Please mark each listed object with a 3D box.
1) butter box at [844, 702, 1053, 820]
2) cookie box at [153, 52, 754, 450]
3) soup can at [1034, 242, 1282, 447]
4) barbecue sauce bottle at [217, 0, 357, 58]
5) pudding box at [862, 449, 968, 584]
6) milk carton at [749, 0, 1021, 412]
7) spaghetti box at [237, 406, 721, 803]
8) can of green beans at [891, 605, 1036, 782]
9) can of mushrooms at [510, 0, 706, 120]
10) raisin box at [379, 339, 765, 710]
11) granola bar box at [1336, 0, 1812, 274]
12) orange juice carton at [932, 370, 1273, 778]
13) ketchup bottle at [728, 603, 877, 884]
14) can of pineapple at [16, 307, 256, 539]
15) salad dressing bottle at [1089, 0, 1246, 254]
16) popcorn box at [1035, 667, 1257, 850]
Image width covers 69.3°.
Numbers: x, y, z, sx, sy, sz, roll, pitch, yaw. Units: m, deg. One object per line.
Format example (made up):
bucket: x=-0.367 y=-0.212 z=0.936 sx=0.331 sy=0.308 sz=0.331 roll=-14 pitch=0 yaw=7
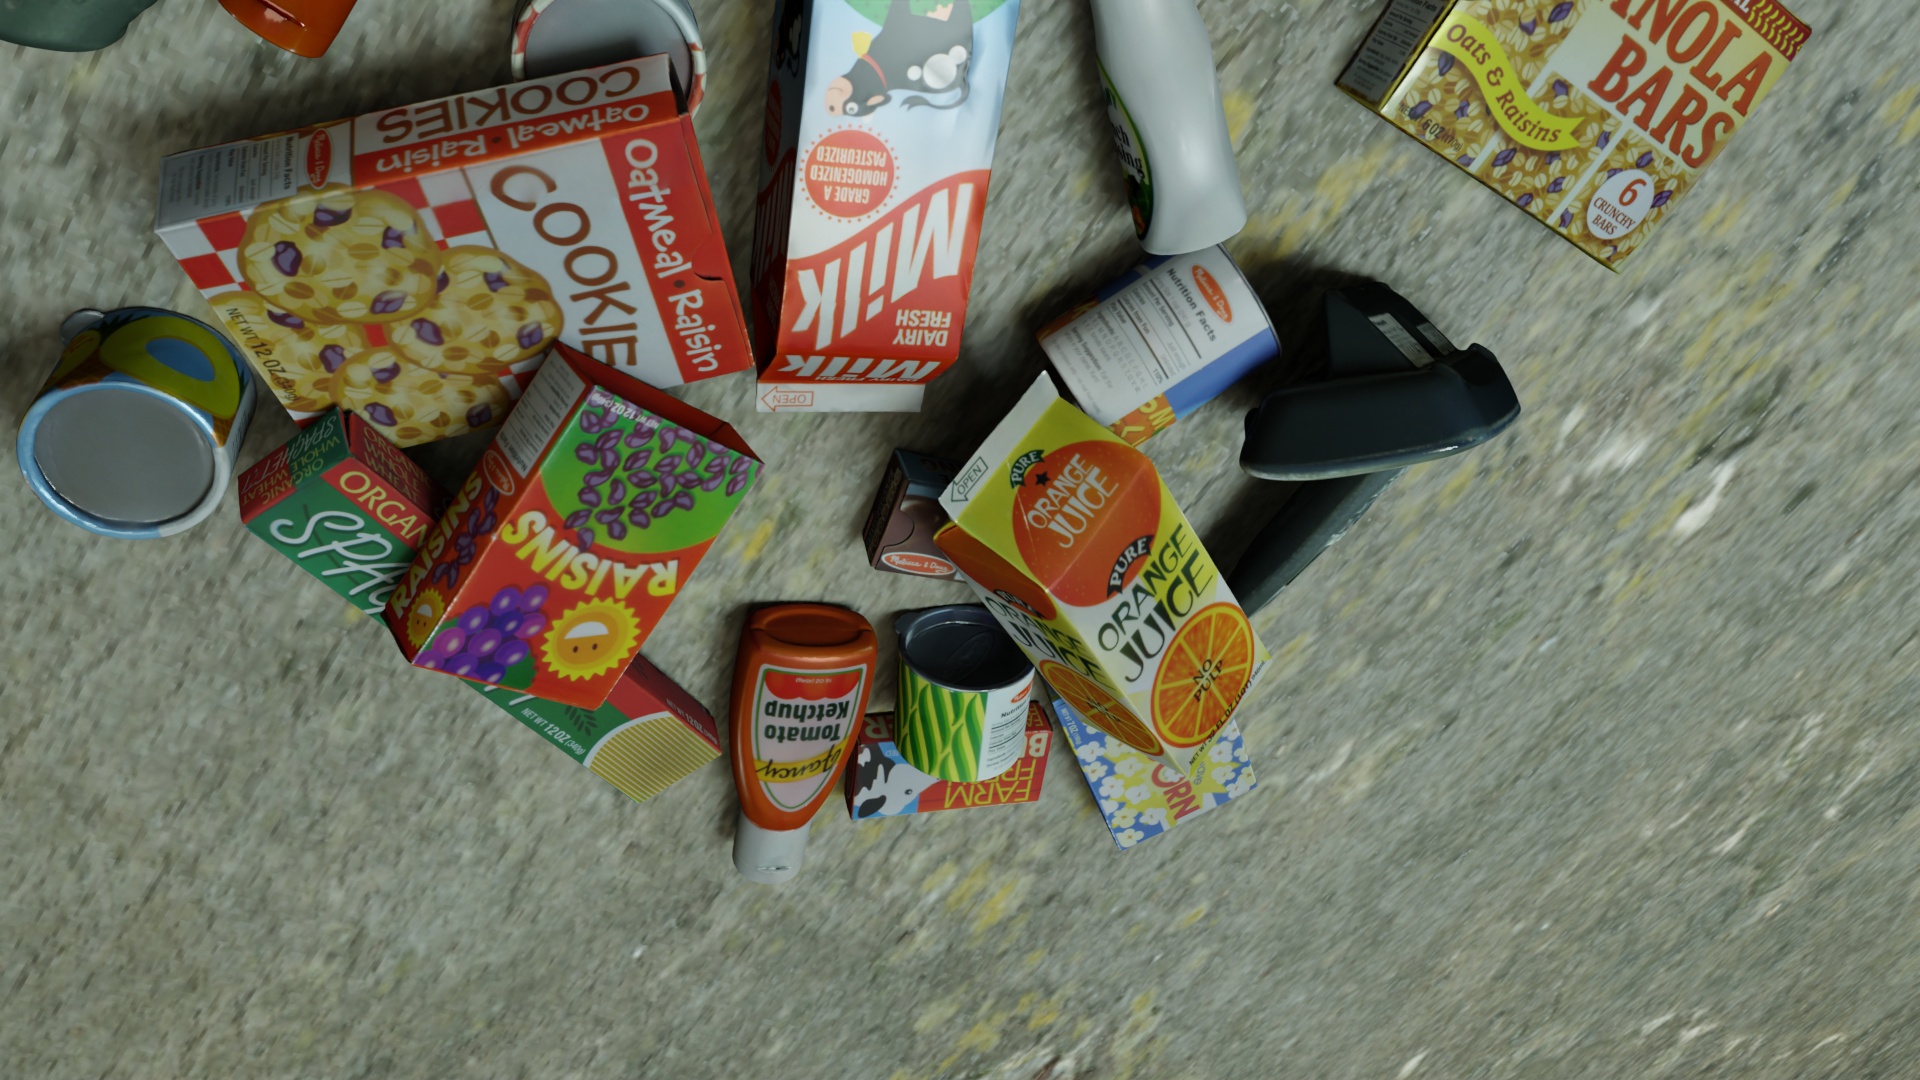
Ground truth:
butter box: x=-0.007 y=0.114 z=0.720 sx=0.104 sy=0.024 sz=0.052 roll=-3 pitch=124 yaw=-16
cookie box: x=-0.167 y=-0.094 z=0.491 sx=0.168 sy=0.040 sz=0.122 roll=-14 pitch=146 yaw=-5
soup can: x=0.084 y=-0.083 z=0.594 sx=0.084 sy=0.071 sz=0.071 roll=-32 pitch=126 yaw=6
barbecue sauce bottle: x=-0.178 y=-0.221 z=0.430 sx=0.065 sy=0.044 sz=0.148 roll=30 pitch=110 yaw=-33
pudding box: x=0.002 y=-0.008 z=0.638 sx=0.084 sy=0.030 sz=0.049 roll=10 pitch=120 yaw=-23
milk carton: x=-0.034 y=-0.132 z=0.517 sx=0.072 sy=0.074 sz=0.189 roll=-1 pitch=123 yaw=-17
spaghetti box: x=-0.187 y=0.039 z=0.580 sx=0.050 sy=0.029 sz=0.249 roll=-32 pitch=138 yaw=4
can of green beans: x=0.001 y=0.073 z=0.669 sx=0.071 sy=0.071 sz=0.057 roll=-4 pitch=124 yaw=-15
can of mushrooms: x=-0.124 y=-0.168 z=0.489 sx=0.071 sy=0.033 sz=0.070 roll=-9 pitch=126 yaw=-12
raisin box: x=-0.145 y=-0.002 z=0.522 sx=0.086 sy=0.040 sz=0.123 roll=25 pitch=103 yaw=-48
granola bar box: x=0.260 y=-0.203 z=0.585 sx=0.165 sy=0.039 sz=0.123 roll=21 pitch=114 yaw=-28
orange juice carton: x=0.057 y=0.015 z=0.598 sx=0.072 sy=0.073 sz=0.192 roll=-51 pitch=132 yaw=-15
ketchup bottle: x=-0.083 y=0.101 z=0.675 sx=0.065 sy=0.044 sz=0.148 roll=2 pitch=122 yaw=-19
can of pineapple: x=-0.297 y=-0.043 z=0.501 sx=0.071 sy=0.058 sz=0.070 roll=-8 pitch=125 yaw=-12
salad dressing bottle: x=0.073 y=-0.185 z=0.527 sx=0.044 sy=0.064 sz=0.147 roll=-17 pitch=118 yaw=6
popcorn box: x=0.100 y=0.099 z=0.735 sx=0.085 sy=0.038 sz=0.126 roll=-25 pitch=127 yaw=1
